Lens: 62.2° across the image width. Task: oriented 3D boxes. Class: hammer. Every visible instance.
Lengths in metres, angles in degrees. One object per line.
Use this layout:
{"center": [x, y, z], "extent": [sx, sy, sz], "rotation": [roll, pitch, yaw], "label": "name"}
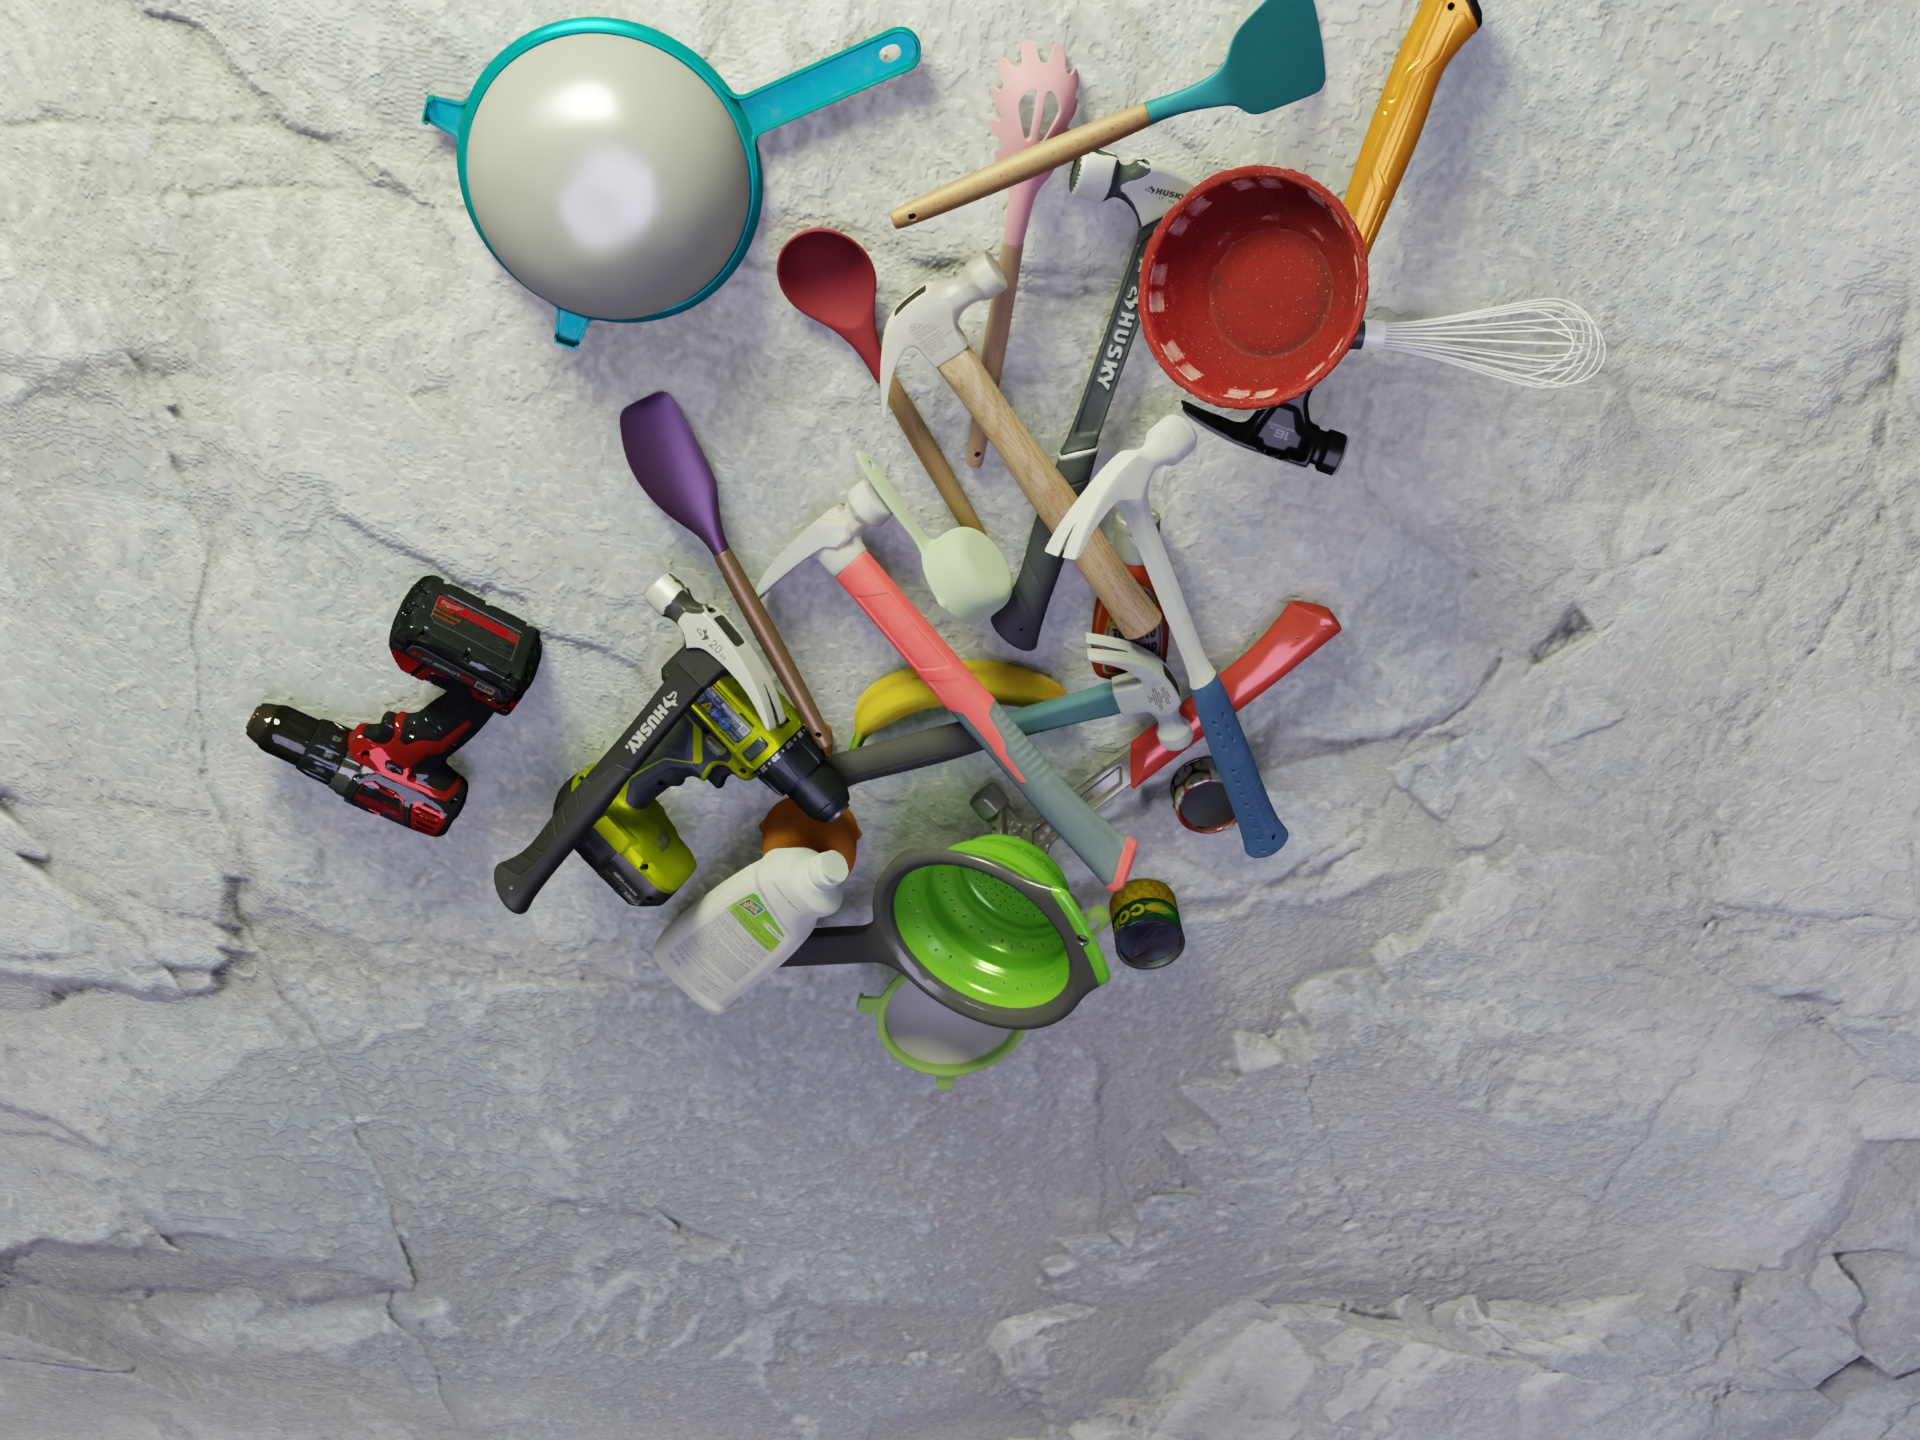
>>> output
{"center": [0.055, -0.187, 1.213], "extent": [0.130, 0.031, 0.331], "rotation": [-28, 119, 19], "label": "hammer"}
{"center": [0.102, -0.226, 1.231], "extent": [0.149, 0.036, 0.408], "rotation": [10, 125, -11], "label": "hammer"}
{"center": [-0.282, 0.045, 1.313], "extent": [0.146, 0.035, 0.334], "rotation": [44, 112, 2], "label": "hammer"}
{"center": [0.271, -0.347, 1.125], "extent": [0.127, 0.034, 0.336], "rotation": [18, 115, -2], "label": "hammer"}
{"center": [0.185, 0.025, 1.395], "extent": [0.359, 0.037, 0.149], "rotation": [-39, 99, 19], "label": "hammer"}
{"center": [-0.002, -0.004, 1.294], "extent": [0.143, 0.038, 0.386], "rotation": [-38, 96, 23], "label": "hammer"}
{"center": [0.188, -0.038, 1.285], "extent": [0.144, 0.035, 0.405], "rotation": [-41, 126, -20], "label": "hammer"}
{"center": [0.023, 0.011, 1.350], "extent": [0.331, 0.033, 0.128], "rotation": [-15, 131, 12], "label": "hammer"}

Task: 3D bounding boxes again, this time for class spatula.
{"center": [-0.181, -0.111, 1.269], "extent": [0.060, 0.018, 0.315], "rotation": [-22, 109, 15], "label": "spatula"}
{"center": [0.099, -0.401, 1.075], "extent": [0.317, 0.044, 0.082], "rotation": [-21, 129, 5], "label": "spatula"}

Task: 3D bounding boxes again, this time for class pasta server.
{"center": [0.034, -0.327, 1.161], "extent": [0.060, 0.040, 0.316], "rotation": [5, 129, -7], "label": "pasta server"}

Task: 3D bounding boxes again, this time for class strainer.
{"center": [0.033, 0.241, 1.547], "extent": [0.256, 0.069, 0.151], "rotation": [-35, 118, 10], "label": "strainer"}
{"center": [-0.184, -0.377, 1.068], "extent": [0.340, 0.095, 0.210], "rotation": [-19, 124, 12], "label": "strainer"}

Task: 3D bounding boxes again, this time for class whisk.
{"center": [0.340, -0.285, 1.189], "extent": [0.284, 0.070, 0.070], "rotation": [3, 126, 0], "label": "whisk"}

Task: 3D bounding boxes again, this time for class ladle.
{"center": [-0.044, -0.241, 1.216], "extent": [0.069, 0.031, 0.315], "rotation": [-20, 126, 17], "label": "ladle"}

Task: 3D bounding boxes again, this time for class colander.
{"center": [-0.034, 0.179, 1.458], "extent": [0.397, 0.094, 0.204], "rotation": [-9, 120, 35], "label": "colander"}

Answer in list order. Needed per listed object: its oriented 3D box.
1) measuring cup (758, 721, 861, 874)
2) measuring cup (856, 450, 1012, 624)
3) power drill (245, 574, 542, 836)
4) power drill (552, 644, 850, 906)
{"center": [-0.132, 0.083, 1.426], "extent": [0.095, 0.052, 0.173], "rotation": [5, 127, -7], "label": "measuring cup"}
{"center": [-0.018, -0.151, 1.246], "extent": [0.038, 0.083, 0.167], "rotation": [-30, 106, 31], "label": "measuring cup"}
{"center": [-0.473, -0.013, 1.329], "extent": [0.187, 0.080, 0.226], "rotation": [29, 122, -21], "label": "power drill"}
{"center": [-0.221, 0.057, 1.361], "extent": [0.228, 0.080, 0.190], "rotation": [-40, 95, 24], "label": "power drill"}
